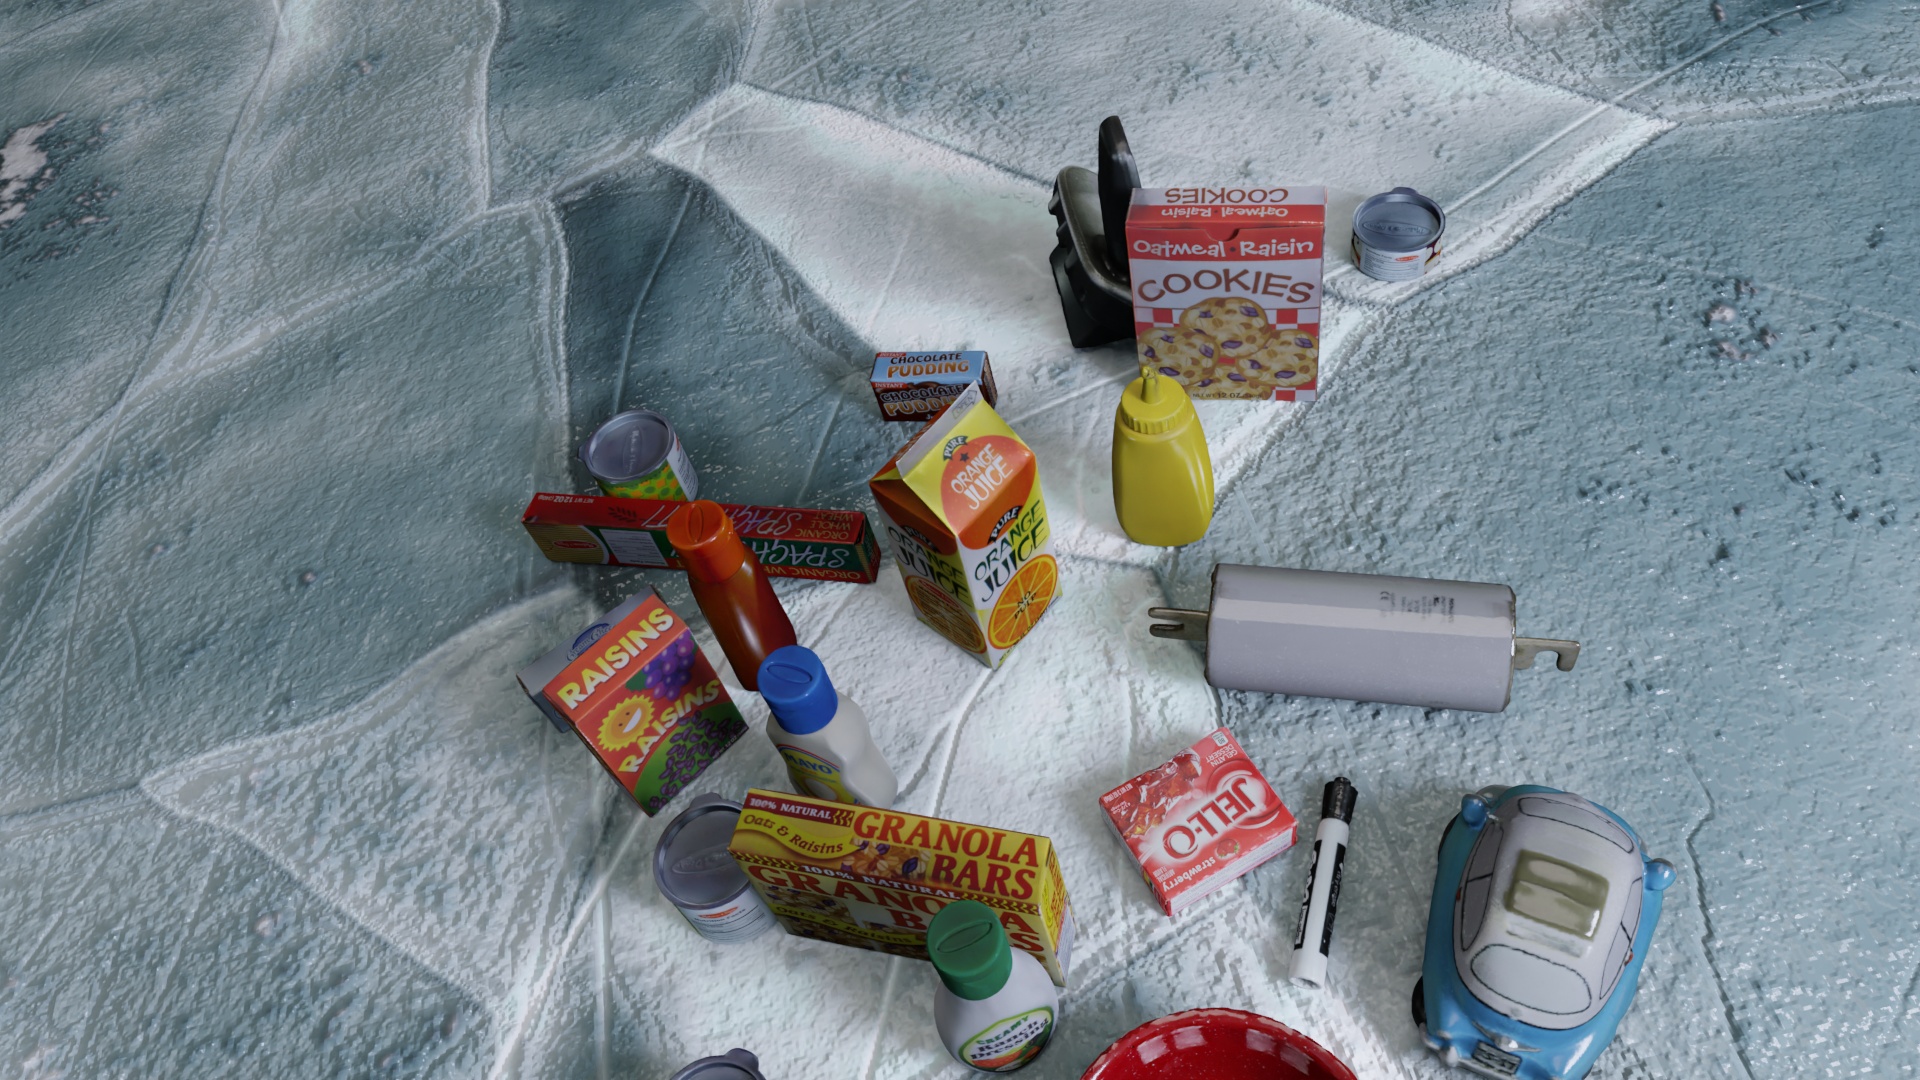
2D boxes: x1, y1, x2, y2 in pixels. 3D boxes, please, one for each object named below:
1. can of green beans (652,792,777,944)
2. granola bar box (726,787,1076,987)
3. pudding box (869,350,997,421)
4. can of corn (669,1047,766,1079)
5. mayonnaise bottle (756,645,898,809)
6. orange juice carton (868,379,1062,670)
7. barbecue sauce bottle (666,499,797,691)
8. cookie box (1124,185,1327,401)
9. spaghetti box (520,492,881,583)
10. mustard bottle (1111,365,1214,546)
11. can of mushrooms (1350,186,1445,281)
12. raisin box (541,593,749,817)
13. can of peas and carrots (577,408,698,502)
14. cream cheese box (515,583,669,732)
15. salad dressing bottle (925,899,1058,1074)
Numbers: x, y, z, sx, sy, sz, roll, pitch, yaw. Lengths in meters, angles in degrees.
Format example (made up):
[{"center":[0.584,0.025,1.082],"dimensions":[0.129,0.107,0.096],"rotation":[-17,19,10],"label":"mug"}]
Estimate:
[{"center":[-0.136,0.192,0.802],"dimensions":[0.071,0.057,0.071],"rotation":[-6,53,8],"label":"can of green beans"},{"center":[-0.027,0.186,0.742],"dimensions":[0.165,0.123,0.039],"rotation":[6,56,16],"label":"granola bar box"},{"center":[-0.019,-0.112,1.007],"dimensions":[0.084,0.049,0.030],"rotation":[1,55,13],"label":"pudding box"},{"center":[-0.118,0.305,0.715],"dimensions":[0.071,0.058,0.071],"rotation":[-6,53,8],"label":"can of corn"},{"center":[-0.079,0.113,0.792],"dimensions":[0.065,0.147,0.041],"rotation":[14,58,21],"label":"mayonnaise bottle"},{"center":[0.003,-0.011,0.838],"dimensions":[0.073,0.191,0.072],"rotation":[31,66,29],"label":"orange juice carton"},{"center":[-0.141,0.033,0.864],"dimensions":[0.044,0.147,0.065],"rotation":[-11,53,4],"label":"barbecue sauce bottle"},{"center":[0.179,-0.161,0.929],"dimensions":[0.123,0.166,0.040],"rotation":[2,55,13],"label":"cookie box"},{"center":[-0.178,-0.002,0.958],"dimensions":[0.250,0.050,0.029],"rotation":[4,55,14],"label":"spaghetti box"},{"center":[0.125,-0.057,0.868],"dimensions":[0.065,0.159,0.049],"rotation":[-1,54,11],"label":"mustard bottle"},{"center":[0.325,-0.227,1.032],"dimensions":[0.071,0.033,0.071],"rotation":[-6,53,8],"label":"can of mushrooms"},{"center":[-0.187,0.101,0.838],"dimensions":[0.086,0.122,0.040],"rotation":[-42,57,-19],"label":"raisin box"},{"center":[-0.231,-0.050,0.999],"dimensions":[0.071,0.058,0.071],"rotation":[-6,53,8],"label":"can of peas and carrots"},{"center":[-0.232,0.078,0.908],"dimensions":[0.104,0.053,0.024],"rotation":[-35,55,-14],"label":"cream cheese box"},{"center":[0.013,0.223,0.692],"dimensions":[0.064,0.147,0.044],"rotation":[-23,53,-5],"label":"salad dressing bottle"}]
